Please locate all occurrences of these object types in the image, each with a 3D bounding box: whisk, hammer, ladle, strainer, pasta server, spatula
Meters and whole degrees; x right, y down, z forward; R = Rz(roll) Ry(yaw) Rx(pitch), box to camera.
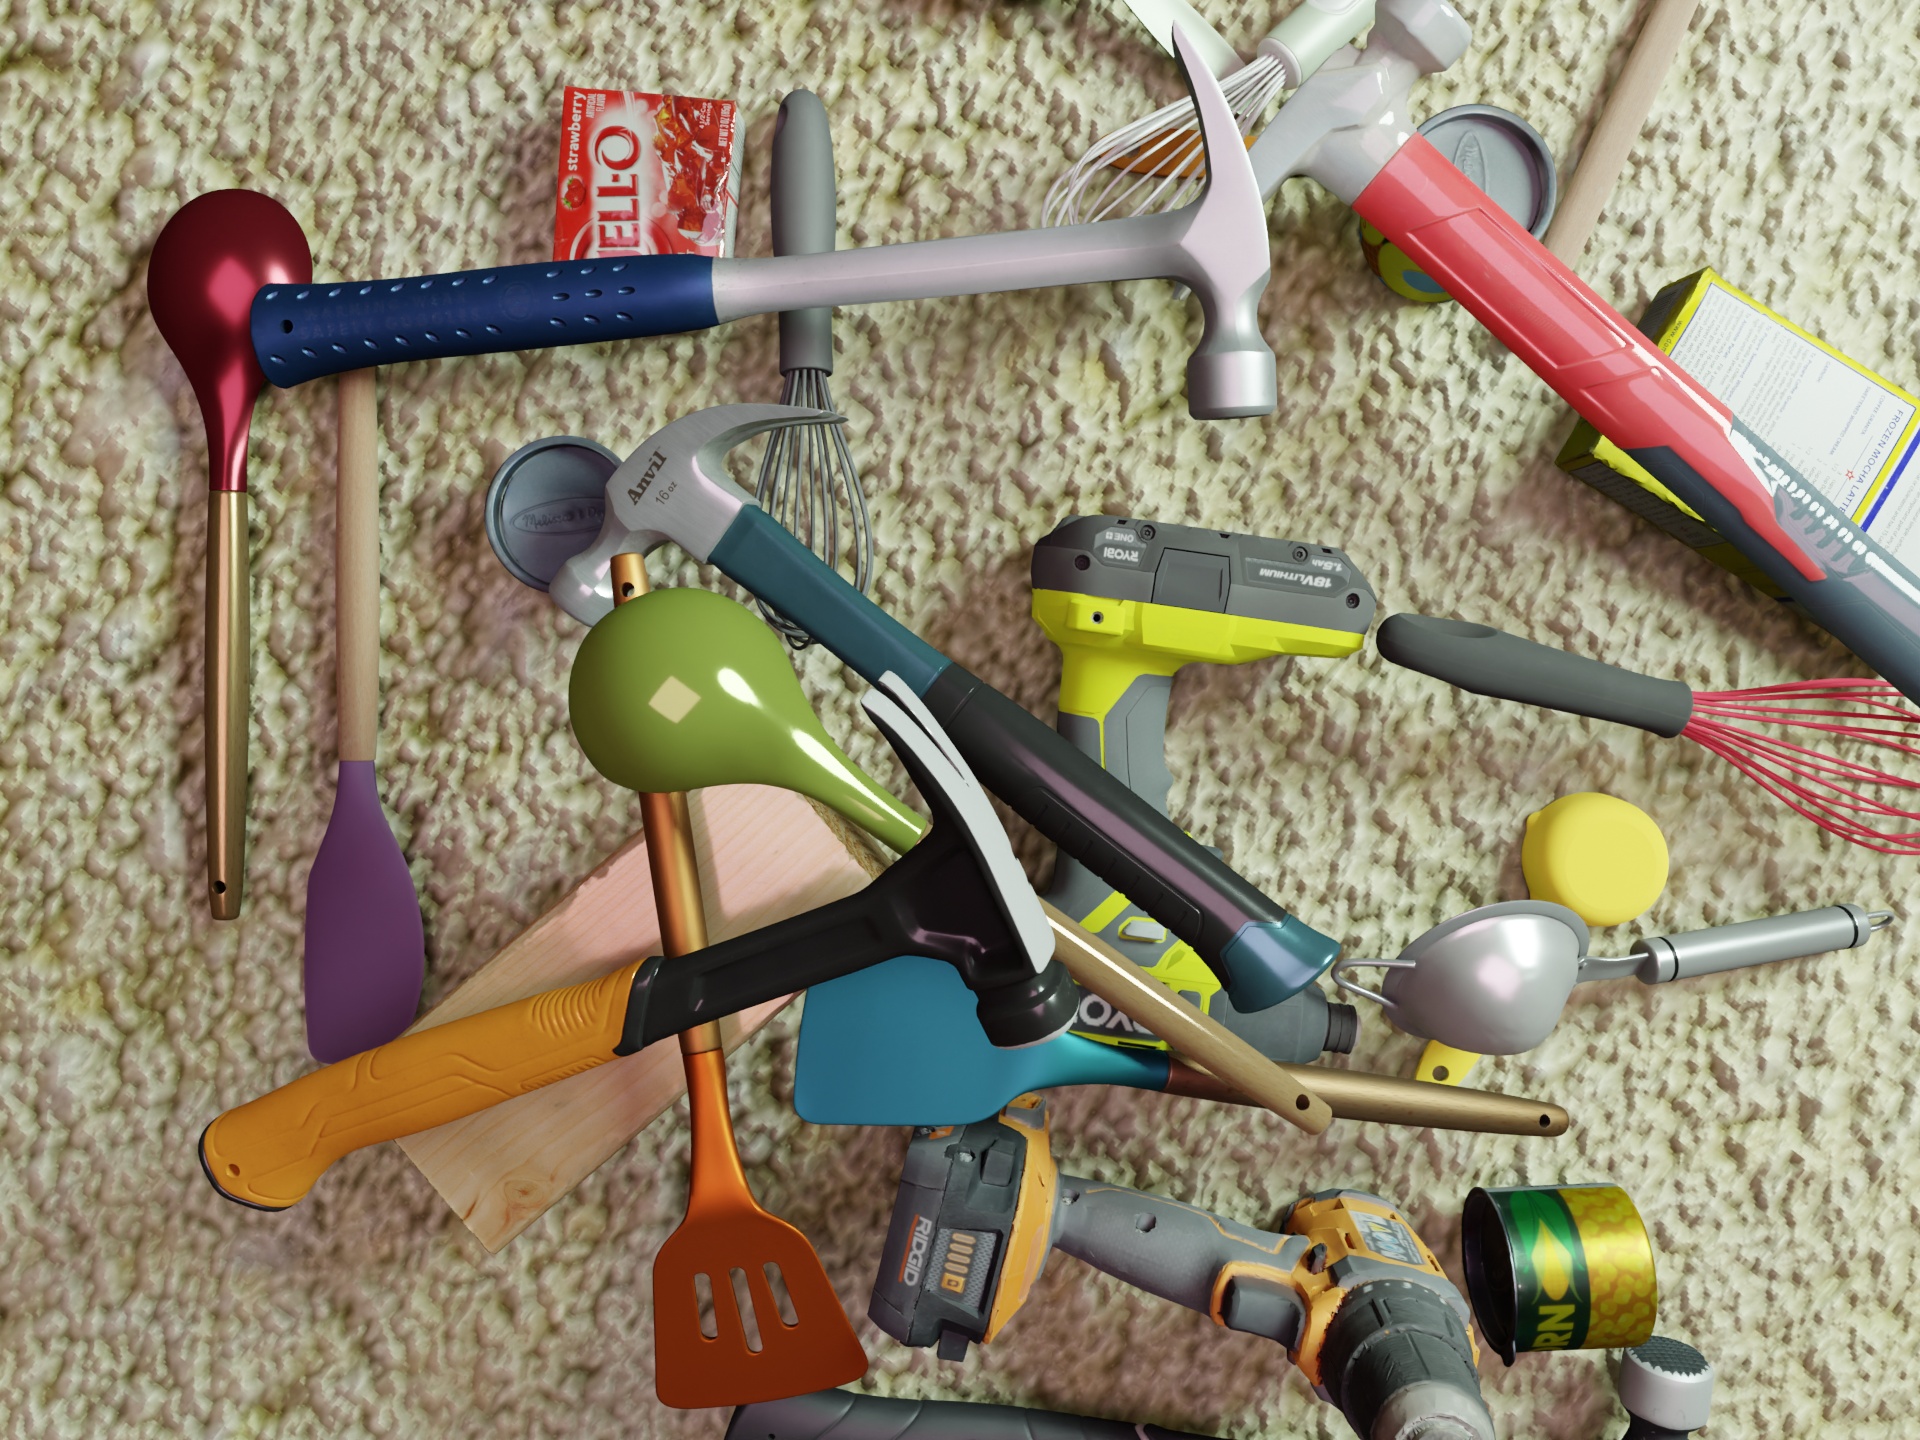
[{"bbox_3d":[0.126,-0.267,0.658,0.246,0.059,0.058,-44,63,-7],"label":"whisk"},{"bbox_3d":[-0.134,0.099,0.551,0.337,0.034,0.127,-22,103,18],"label":"hammer"},{"bbox_3d":[-0.314,-0.072,0.680,0.069,0.031,0.315,1,93,-2],"label":"ladle"},{"bbox_3d":[0.278,0.100,0.651,0.258,0.050,0.086,-7,133,-15],"label":"strainer"},{"bbox_3d":[0.102,0.319,0.675,0.409,0.036,0.149,5,98,2],"label":"hammer"},{"bbox_3d":[-0.001,-0.002,0.609,0.331,0.033,0.128,38,102,8],"label":"hammer"},{"bbox_3d":[0.305,-0.304,0.667,0.060,0.040,0.316,24,92,-11],"label":"pasta server"},{"bbox_3d":[-0.085,-0.176,0.625,0.405,0.035,0.144,-3,98,9],"label":"hammer"},{"bbox_3d":[0.001,0.059,0.574,0.320,0.062,0.078,35,69,-9],"label":"ladle"},{"bbox_3d":[-0.099,0.097,0.593,0.081,0.041,0.323,-9,86,0],"label":"spatula"},{"bbox_3d":[-0.257,-0.008,0.682,0.060,0.018,0.316,0,91,15],"label":"spatula"},{"bbox_3d":[-0.065,-0.148,0.668,0.055,0.055,0.239,-1,87,0],"label":"whisk"},{"bbox_3d":[0.097,0.136,0.618,0.317,0.044,0.082,11,83,-17],"label":"spatula"},{"bbox_3d":[0.262,-0.099,0.609,0.386,0.038,0.143,43,111,2],"label":"hammer"},{"bbox_3d":[0.303,0.000,0.639,0.295,0.073,0.073,13,91,-10],"label":"whisk"}]

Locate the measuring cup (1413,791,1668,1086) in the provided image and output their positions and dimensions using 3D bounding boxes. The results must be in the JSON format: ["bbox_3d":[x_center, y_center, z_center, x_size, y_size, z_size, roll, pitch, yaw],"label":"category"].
[{"bbox_3d":[0.243,0.100,0.676,0.062,0.029,0.156,35,90,0],"label":"measuring cup"}]

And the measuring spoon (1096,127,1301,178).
[{"bbox_3d":[0.116,-0.243,0.681,0.117,0.011,0.021,3,91,0],"label":"measuring spoon"}]

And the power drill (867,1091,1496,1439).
[{"bbox_3d":[0.084,0.215,0.604,0.226,0.185,0.084,14,94,3],"label":"power drill"}]

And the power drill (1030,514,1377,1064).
[{"bbox_3d":[0.092,0.035,0.656,0.171,0.080,0.223,8,94,0],"label":"power drill"}]

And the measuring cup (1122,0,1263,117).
[{"bbox_3d":[0.063,-0.314,0.675,0.167,0.038,0.083,38,90,-17],"label":"measuring cup"}]
